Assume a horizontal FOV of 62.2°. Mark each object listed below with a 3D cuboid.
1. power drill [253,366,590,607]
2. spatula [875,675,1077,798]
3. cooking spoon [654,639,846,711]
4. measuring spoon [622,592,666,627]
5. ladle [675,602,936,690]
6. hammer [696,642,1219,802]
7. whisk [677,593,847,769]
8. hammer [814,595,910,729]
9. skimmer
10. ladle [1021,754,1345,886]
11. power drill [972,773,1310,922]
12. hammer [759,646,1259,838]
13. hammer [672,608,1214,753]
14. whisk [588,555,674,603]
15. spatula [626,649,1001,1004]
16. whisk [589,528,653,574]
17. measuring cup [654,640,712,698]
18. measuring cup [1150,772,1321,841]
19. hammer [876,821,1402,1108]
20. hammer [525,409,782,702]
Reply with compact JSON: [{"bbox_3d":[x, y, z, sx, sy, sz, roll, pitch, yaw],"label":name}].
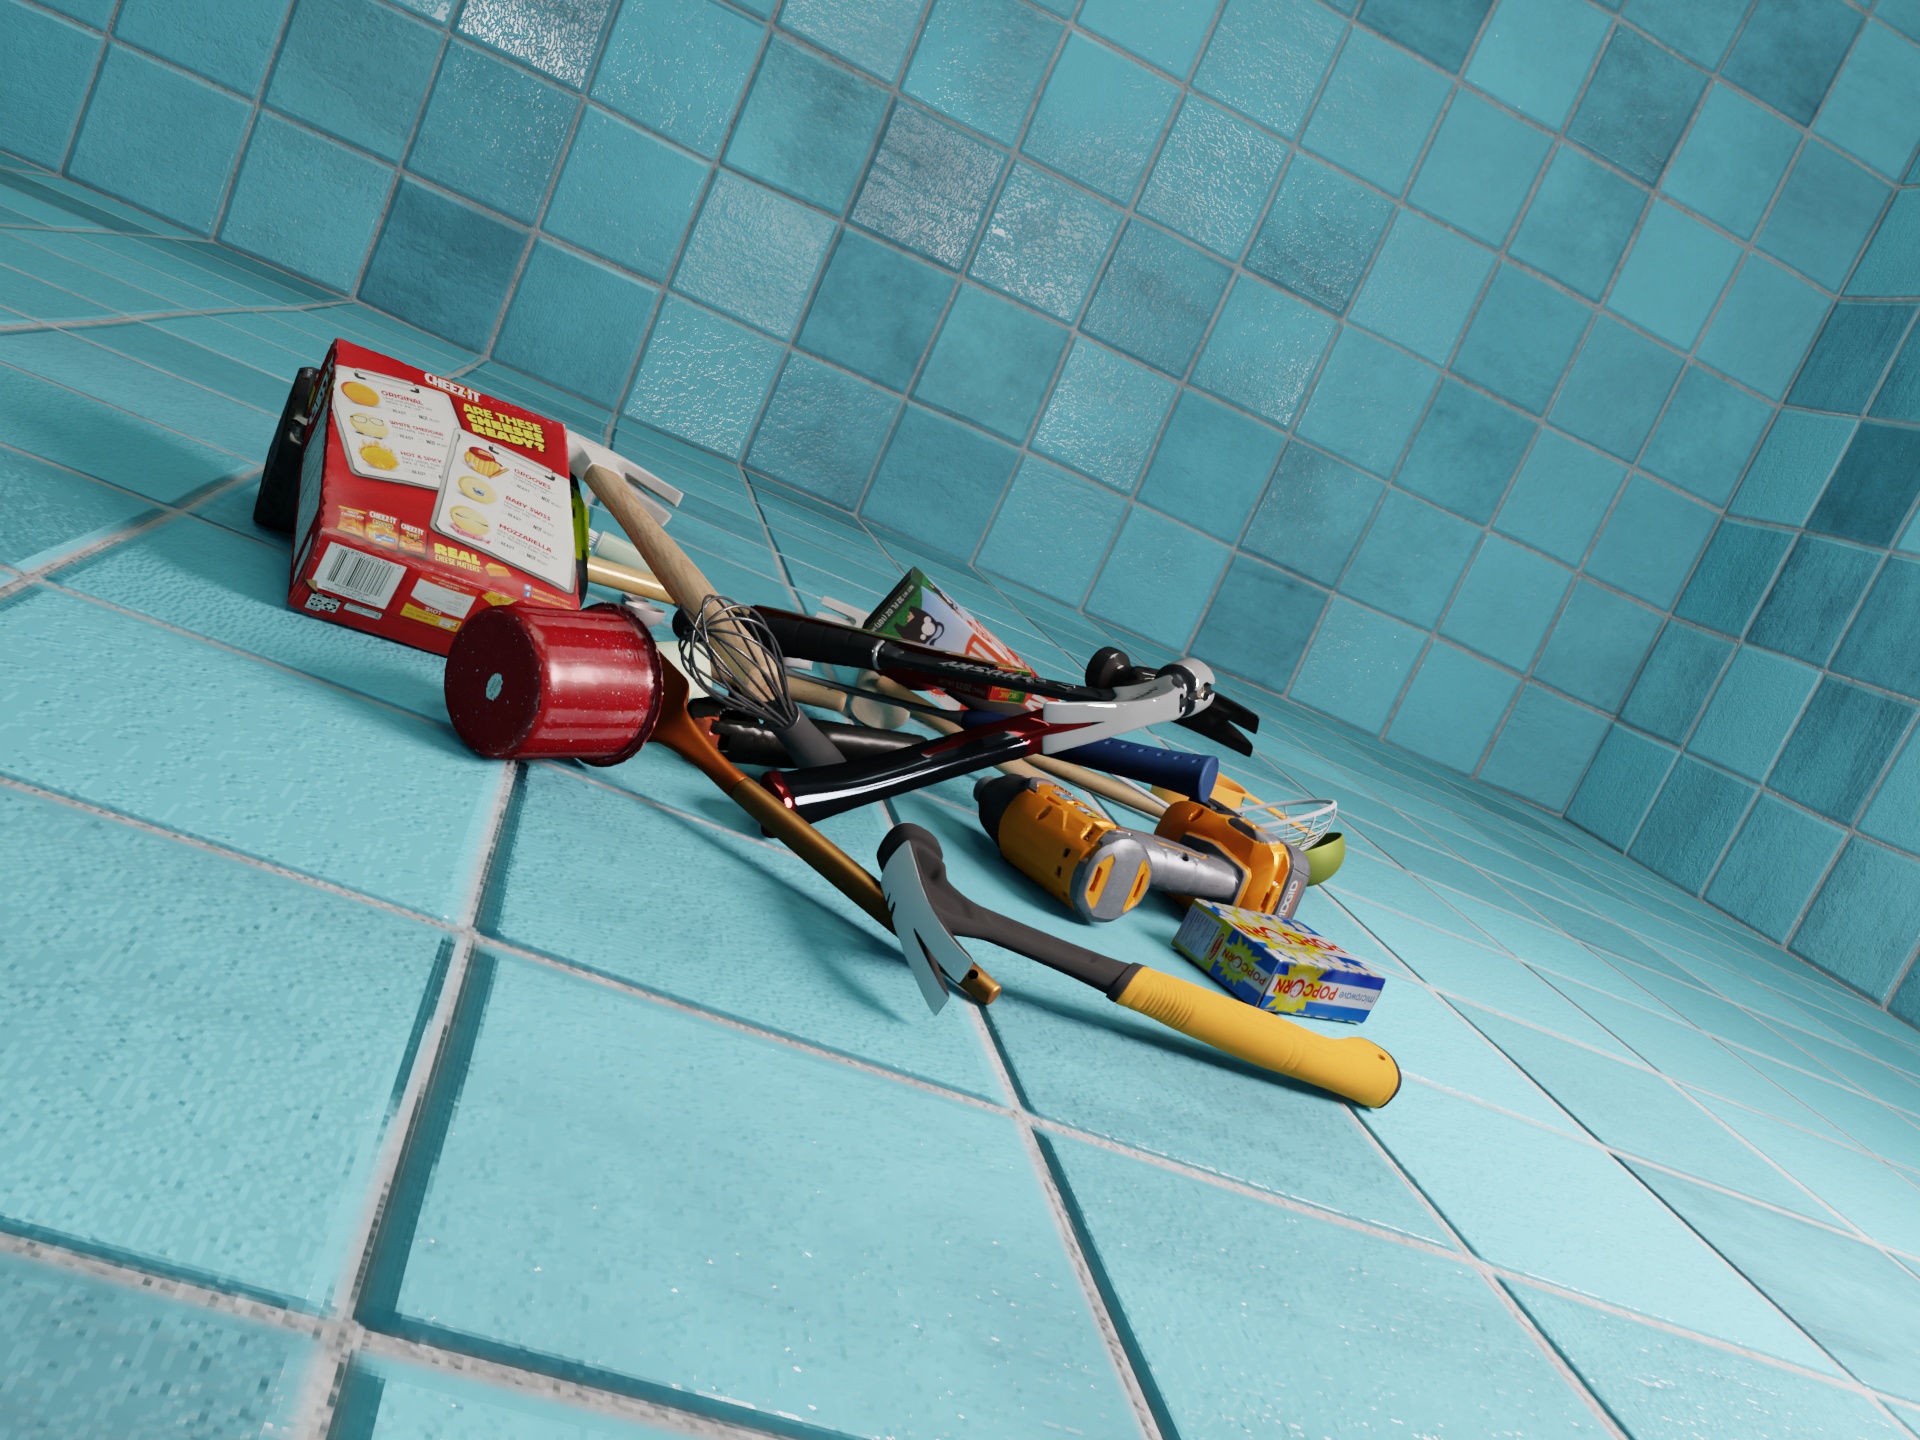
[{"bbox_3d":[-0.384,-0.172,1.171,0.228,0.080,0.191,18,34,-28],"label":"power drill"},{"bbox_3d":[0.071,0.043,1.296,0.317,0.044,0.082,32,1,6],"label":"spatula"},{"bbox_3d":[-0.234,-0.052,1.089,0.319,0.017,0.069,14,10,-2],"label":"cooking spoon"},{"bbox_3d":[-0.274,-0.094,1.350,0.034,0.018,0.124,12,7,-20],"label":"measuring spoon"},{"bbox_3d":[-0.136,-0.073,1.394,0.315,0.031,0.069,18,13,28],"label":"ladle"},{"bbox_3d":[-0.002,-0.004,1.209,0.406,0.035,0.144,14,4,23],"label":"hammer"},{"bbox_3d":[-0.109,-0.004,0.958,0.055,0.055,0.238,30,-15,30],"label":"whisk"},{"bbox_3d":[-0.084,-0.055,1.519,0.146,0.038,0.411,22,10,-4],"label":"hammer"},{"bbox_3d":[0.148,0.023,1.331,0.363,0.090,0.127,30,-9,-15],"label":"skimmer"},{"bbox_3d":[0.198,0.074,1.461,0.320,0.062,0.078,22,5,4],"label":"ladle"},{"bbox_3d":[0.122,0.090,1.135,0.226,0.084,0.164,12,14,-39],"label":"power drill"},{"bbox_3d":[0.034,0.021,1.032,0.143,0.038,0.386,27,29,37],"label":"hammer"},{"bbox_3d":[-0.043,-0.039,1.071,0.409,0.036,0.149,12,19,35],"label":"hammer"},{"bbox_3d":[-0.338,-0.137,1.292,0.244,0.051,0.047,15,5,-36],"label":"whisk"},{"bbox_3d":[-0.102,0.055,0.875,0.323,0.081,0.041,37,-23,22],"label":"spatula"},{"bbox_3d":[-0.344,-0.169,1.480,0.246,0.057,0.059,26,44,-17],"label":"whisk"},{"bbox_3d":[-0.224,-0.029,0.992,0.083,0.038,0.167,0,3,34],"label":"measuring cup"},{"bbox_3d":[0.262,0.093,1.527,0.174,0.052,0.095,30,11,18],"label":"measuring cup"},{"bbox_3d":[0.111,0.152,0.852,0.336,0.034,0.127,24,20,-25],"label":"hammer"},{"bbox_3d":[-0.211,-0.117,1.138,0.130,0.031,0.332,18,23,-48],"label":"hammer"}]
